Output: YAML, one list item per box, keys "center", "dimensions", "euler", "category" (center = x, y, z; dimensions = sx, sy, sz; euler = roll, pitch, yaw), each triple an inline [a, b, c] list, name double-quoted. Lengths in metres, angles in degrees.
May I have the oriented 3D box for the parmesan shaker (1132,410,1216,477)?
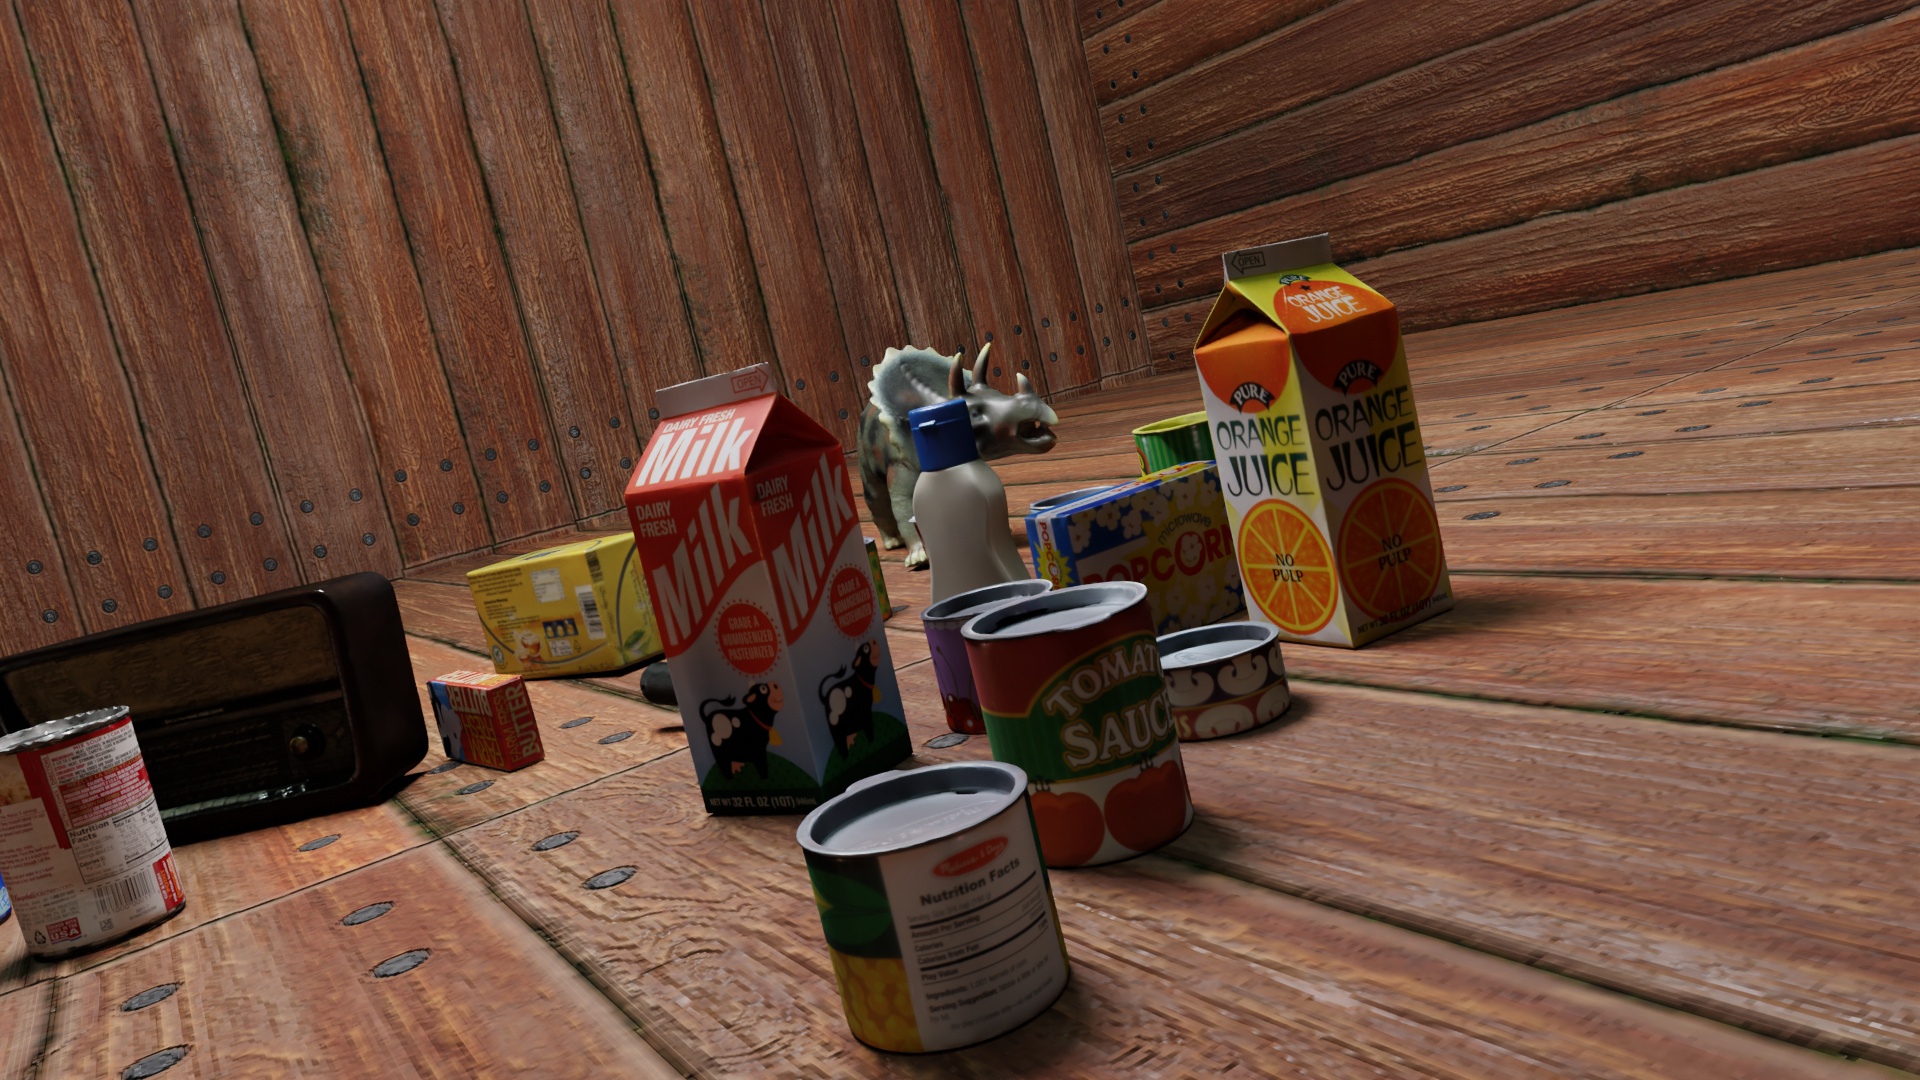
- center: [0.150, -0.025, 0.870]
  dimensions: [0.071, 0.103, 0.071]
  euler: [-13, 7, 2]
  category: "parmesan shaker"

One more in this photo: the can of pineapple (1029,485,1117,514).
- center: [0.087, -0.004, 0.994]
  dimensions: [0.071, 0.057, 0.071]
  euler: [-13, 7, 2]
  category: "can of pineapple"

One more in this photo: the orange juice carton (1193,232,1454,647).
- center: [0.174, -0.051, 0.679]
  dimensions: [0.072, 0.192, 0.073]
  euler: [-17, 8, -27]
  category: "orange juice carton"

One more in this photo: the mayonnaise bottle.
- center: [0.003, -0.011, 0.844]
  dimensions: [0.064, 0.148, 0.041]
  euler: [-10, 8, 27]
  category: "mayonnaise bottle"

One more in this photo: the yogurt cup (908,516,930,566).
- center: [-0.001, 0.000, 1.129]
  dimensions: [0.072, 0.054, 0.072]
  euler: [-13, 7, 2]
  category: "yogurt cup"

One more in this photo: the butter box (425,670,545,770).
- center: [-0.288, 0.108, 0.839]
  dimensions: [0.024, 0.053, 0.103]
  euler: [-19, 10, -39]
  category: "butter box"

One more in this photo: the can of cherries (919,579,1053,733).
- center: [0.020, 0.056, 0.671]
  dimensions: [0.071, 0.058, 0.071]
  euler: [-13, 7, 2]
  category: "can of cherries"

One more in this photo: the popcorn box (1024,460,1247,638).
- center: [0.100, 0.011, 0.756]
  dimensions: [0.127, 0.085, 0.038]
  euler: [-18, 9, -35]
  category: "popcorn box"

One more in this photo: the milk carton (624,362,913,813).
- center: [-0.088, 0.020, 0.621]
  dimensions: [0.072, 0.190, 0.074]
  euler: [-9, 8, 32]
  category: "milk carton"

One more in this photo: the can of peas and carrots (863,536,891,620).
- center: [-0.087, 0.033, 1.013]
  dimensions: [0.071, 0.058, 0.071]
  euler: [-13, 7, 2]
  category: "can of peas and carrots"

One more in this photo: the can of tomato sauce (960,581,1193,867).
- center: [0.043, 0.063, 0.486]
  dimensions: [0.071, 0.083, 0.071]
  euler: [-13, 7, 2]
  category: "can of tomato sauce"

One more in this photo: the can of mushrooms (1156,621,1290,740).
- center: [0.104, 0.060, 0.592]
  dimensions: [0.071, 0.033, 0.071]
  euler: [-13, 8, 2]
  category: "can of mushrooms"

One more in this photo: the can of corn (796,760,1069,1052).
- center: [-0.008, 0.101, 0.393]
  dimensions: [0.071, 0.058, 0.071]
  euler: [-13, 7, 2]
  category: "can of corn"
